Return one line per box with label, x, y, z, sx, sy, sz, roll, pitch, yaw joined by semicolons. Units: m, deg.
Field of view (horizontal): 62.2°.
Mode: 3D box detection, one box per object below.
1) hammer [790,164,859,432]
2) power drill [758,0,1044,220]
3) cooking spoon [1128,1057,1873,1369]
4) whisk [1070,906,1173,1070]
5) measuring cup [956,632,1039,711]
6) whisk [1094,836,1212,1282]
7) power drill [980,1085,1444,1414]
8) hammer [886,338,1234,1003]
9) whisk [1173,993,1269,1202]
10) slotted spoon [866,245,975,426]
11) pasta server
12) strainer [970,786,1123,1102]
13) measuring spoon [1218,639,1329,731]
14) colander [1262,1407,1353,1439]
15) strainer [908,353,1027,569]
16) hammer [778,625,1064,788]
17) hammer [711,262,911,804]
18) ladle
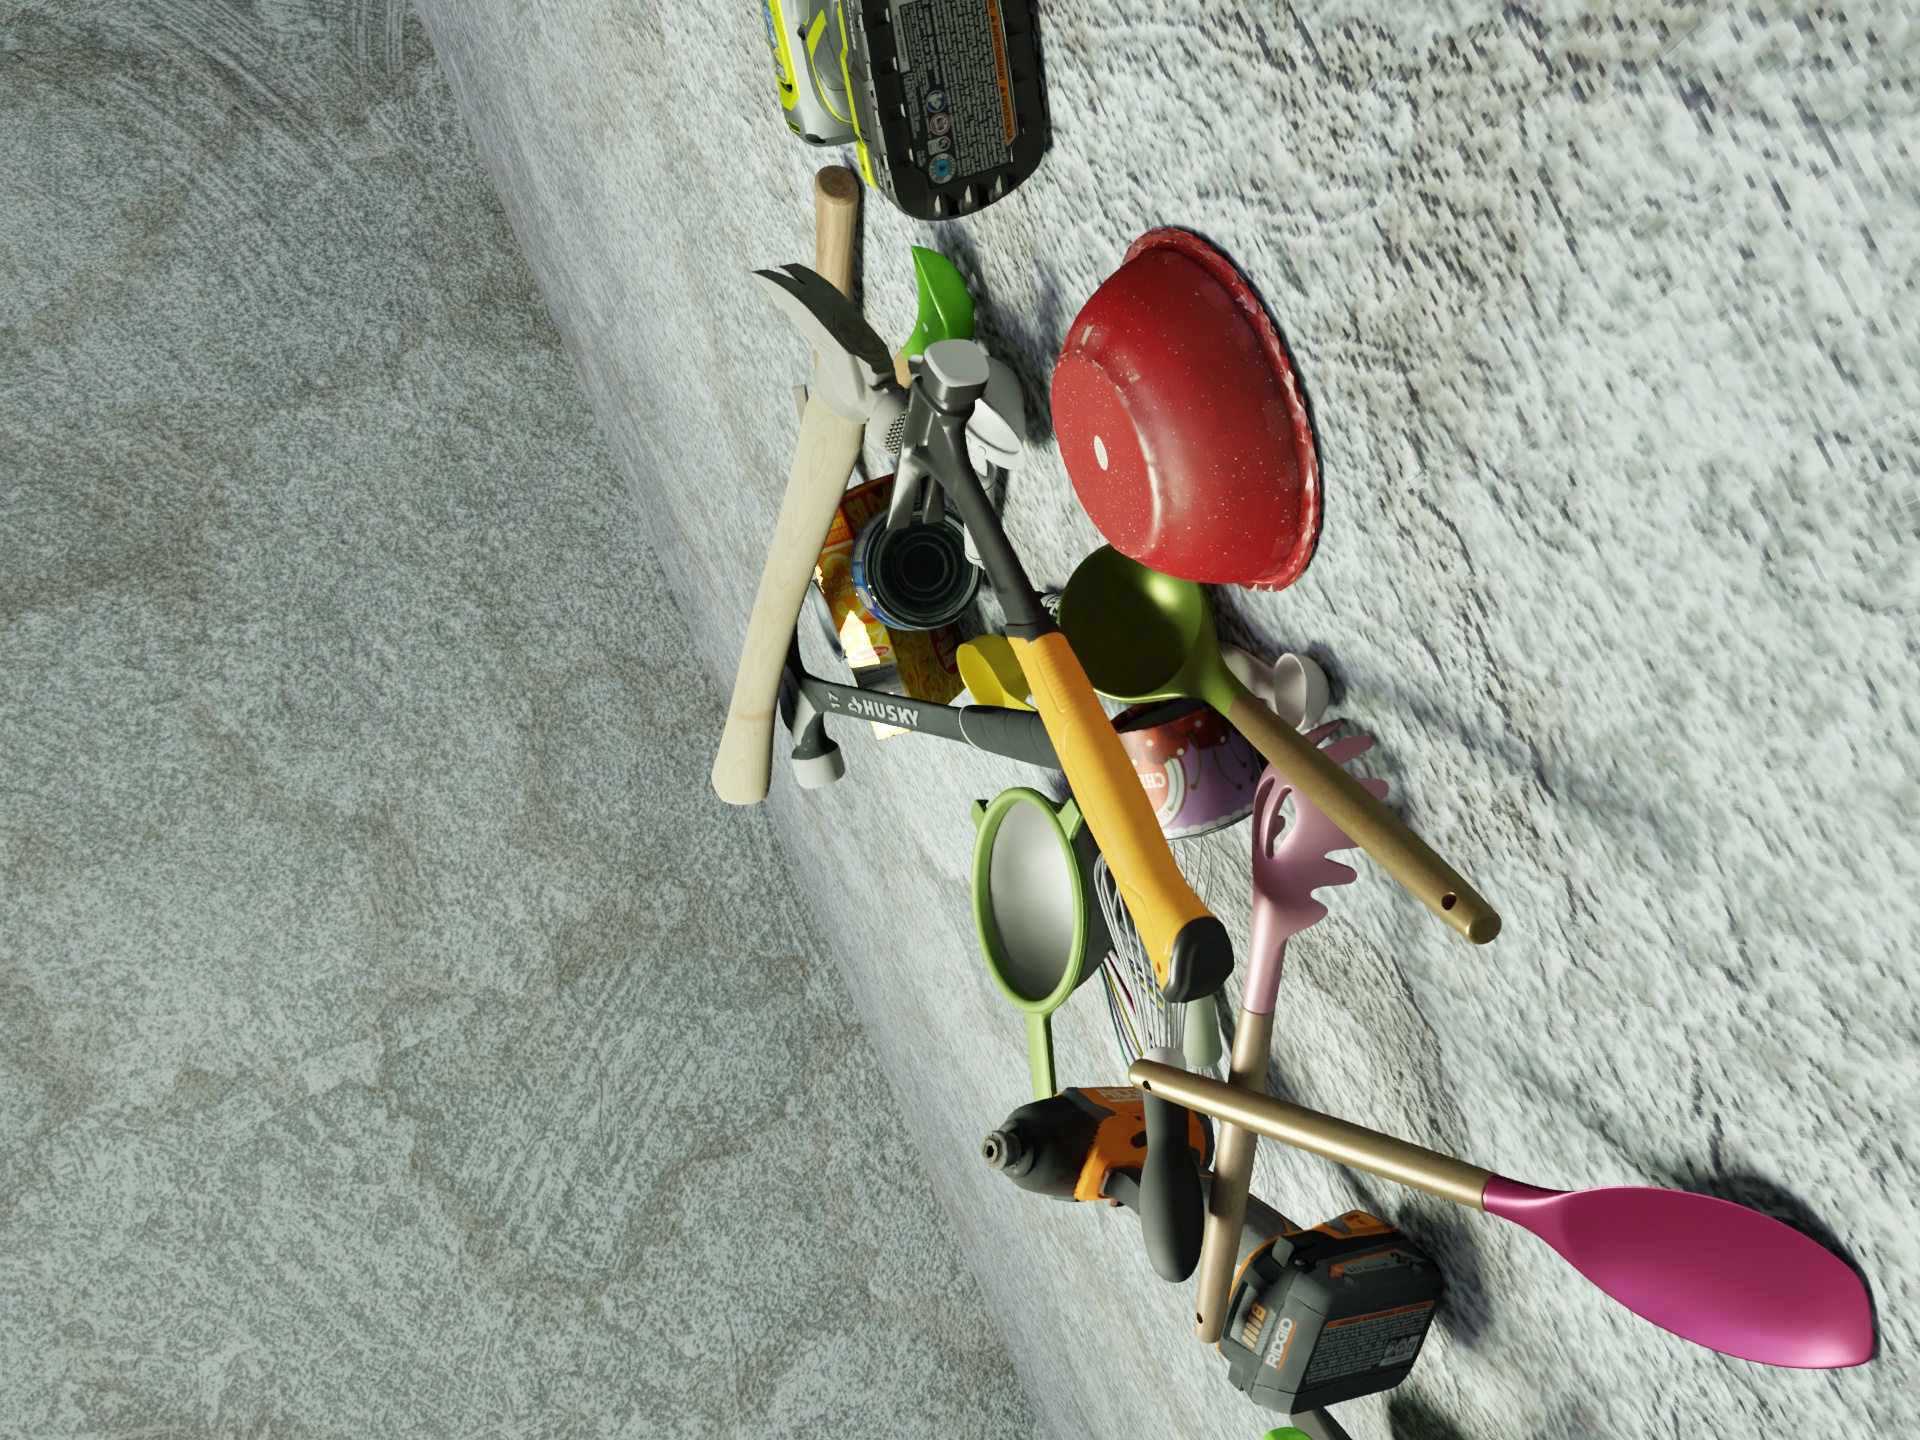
hammer;-0.092;-0.259;1.132;0.331;0.031;0.130;101;155;-61
power drill;-0.048;-0.352;0.756;0.229;0.080;0.190;-124;17;-47
cooking spoon;0.187;0.178;0.627;0.319;0.017;0.068;7;120;48
whisk;0.100;0.167;1.106;0.047;0.051;0.245;74;169;-49
measuring cup;0.053;-0.011;1.050;0.157;0.029;0.062;36;148;43
whisk;0.104;0.153;0.815;0.285;0.070;0.070;-87;-10;-46
power drill;0.124;0.271;0.862;0.227;0.164;0.084;28;104;48
hammer;0.040;-0.019;0.748;0.127;0.034;0.337;108;145;-54
whisk;0.153;0.214;0.988;0.058;0.059;0.246;3;118;33
slotted spoon;-0.034;-0.228;1.006;0.314;0.031;0.070;167;80;-78
pasta server;0.138;0.151;0.720;0.060;0.040;0.316;-137;47;-59
strainer;0.073;0.170;1.063;0.151;0.069;0.256;-8;86;64
measuring spoon;0.138;-0.021;0.722;0.124;0.018;0.034;-137;45;-73
colander;0.197;0.454;0.840;0.205;0.094;0.396;50;178;43
strainer;0.011;-0.151;0.932;0.087;0.050;0.258;40;165;14
hammer;-0.002;-0.003;0.976;0.409;0.036;0.149;11;120;52
hammer;-0.118;-0.090;1.020;0.146;0.038;0.410;52;143;24
ladle;0.118;0.001;0.650;0.078;0.062;0.320;-60;25;13
